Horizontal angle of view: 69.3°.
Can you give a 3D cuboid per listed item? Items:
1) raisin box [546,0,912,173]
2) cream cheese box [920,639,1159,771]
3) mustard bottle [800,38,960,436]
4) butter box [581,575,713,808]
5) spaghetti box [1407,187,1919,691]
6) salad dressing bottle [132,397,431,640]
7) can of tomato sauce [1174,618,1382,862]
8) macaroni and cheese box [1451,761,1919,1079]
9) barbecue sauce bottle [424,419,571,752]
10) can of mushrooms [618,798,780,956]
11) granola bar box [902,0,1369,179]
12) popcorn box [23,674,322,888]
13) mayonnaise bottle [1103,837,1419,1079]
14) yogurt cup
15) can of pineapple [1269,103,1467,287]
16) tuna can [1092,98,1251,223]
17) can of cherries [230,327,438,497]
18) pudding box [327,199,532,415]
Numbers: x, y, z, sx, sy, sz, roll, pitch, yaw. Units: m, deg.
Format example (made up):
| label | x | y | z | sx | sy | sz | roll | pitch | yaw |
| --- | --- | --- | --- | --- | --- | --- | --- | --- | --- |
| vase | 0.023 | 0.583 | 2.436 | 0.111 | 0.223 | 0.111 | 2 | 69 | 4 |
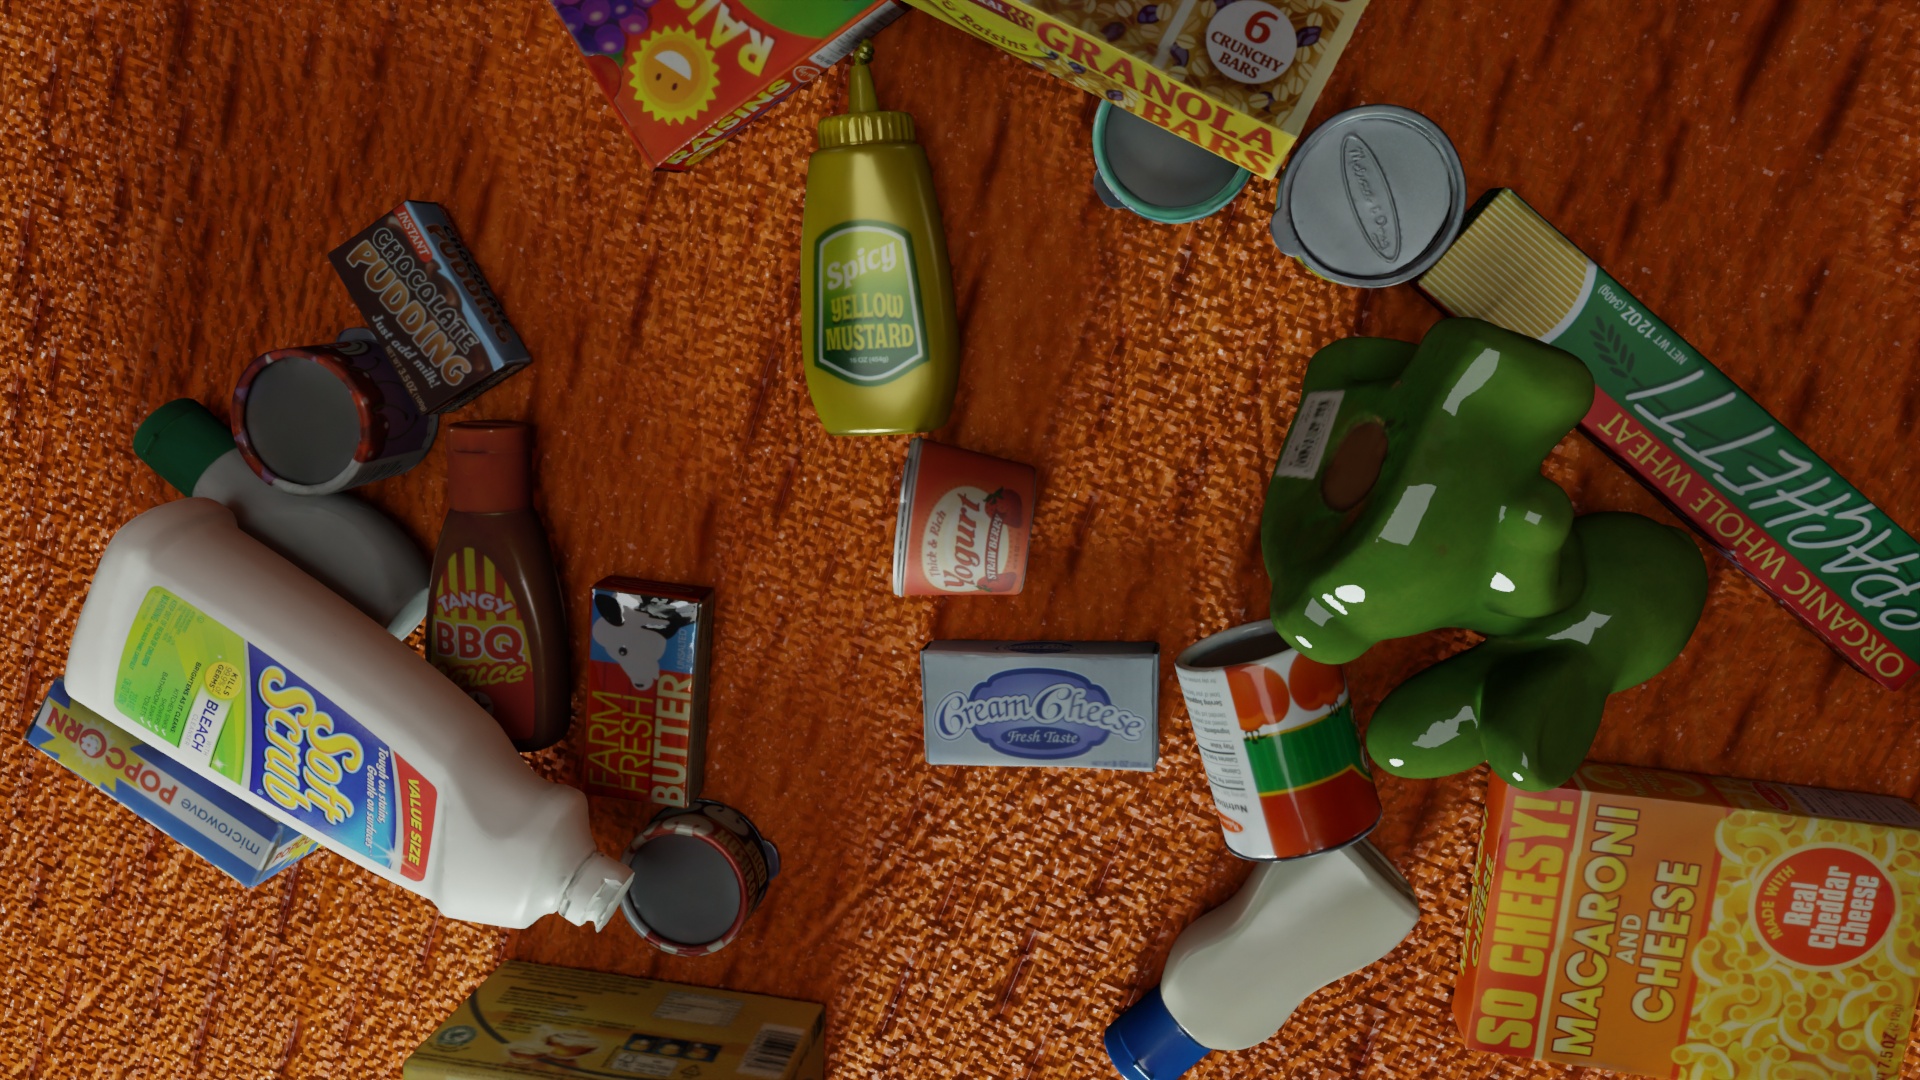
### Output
| label | x | y | z | sx | sy | sz | roll | pitch | yaw |
| --- | --- | --- | --- | --- | --- | --- | --- | --- | --- |
| raisin box | -0.095 | -0.221 | 0.570 | 0.123 | 0.040 | 0.086 | -31 | 95 | 15 |
| cream cheese box | 0.035 | 0.072 | 0.611 | 0.104 | 0.024 | 0.053 | 0 | 101 | 10 |
| mustard bottle | -0.037 | -0.124 | 0.573 | 0.065 | 0.049 | 0.160 | -3 | 100 | 9 |
| butter box | -0.145 | 0.071 | 0.642 | 0.053 | 0.024 | 0.103 | 7 | 102 | 8 |
| spaghetti box | 0.287 | -0.039 | 0.544 | 0.250 | 0.029 | 0.050 | 41 | 105 | 0 |
| salad dressing bottle | -0.315 | -0.008 | 0.647 | 0.148 | 0.044 | 0.064 | 39 | 107 | 2 |
| can of tomato sauce | 0.133 | 0.080 | 0.576 | 0.071 | 0.071 | 0.083 | -15 | 98 | 12 |
| macaroni and cheese box | 0.300 | 0.160 | 0.575 | 0.166 | 0.040 | 0.123 | 6 | 102 | 8 |
| barbecue sauce bottle | -0.213 | 0.020 | 0.634 | 0.065 | 0.044 | 0.148 | 3 | 101 | 10 |
| can of mushrooms | -0.123 | 0.158 | 0.651 | 0.071 | 0.033 | 0.071 | 2 | 101 | 10 |
| granola bar box | 0.072 | -0.227 | 0.517 | 0.165 | 0.039 | 0.124 | 28 | 80 | 4 |
| popcorn box | -0.349 | 0.100 | 0.652 | 0.127 | 0.085 | 0.038 | 32 | 104 | 3 |
| mayonnaise bottle | 0.126 | 0.185 | 0.610 | 0.065 | 0.041 | 0.147 | 45 | 106 | 0 |
| yogurt cup | 0.002 | -0.007 | 0.583 | 0.054 | 0.072 | 0.072 | 7 | 102 | 0 |
| can of pineapple | 0.154 | -0.131 | 0.534 | 0.071 | 0.058 | 0.071 | 2 | 101 | 10 |
| tuna can | 0.084 | -0.159 | 0.554 | 0.071 | 0.033 | 0.071 | 2 | 101 | 9 |
| can of cherries | -0.281 | -0.058 | 0.623 | 0.071 | 0.058 | 0.071 | 2 | 102 | 9 |
| pudding box | -0.236 | -0.104 | 0.621 | 0.049 | 0.030 | 0.083 | -28 | 95 | 13 |
